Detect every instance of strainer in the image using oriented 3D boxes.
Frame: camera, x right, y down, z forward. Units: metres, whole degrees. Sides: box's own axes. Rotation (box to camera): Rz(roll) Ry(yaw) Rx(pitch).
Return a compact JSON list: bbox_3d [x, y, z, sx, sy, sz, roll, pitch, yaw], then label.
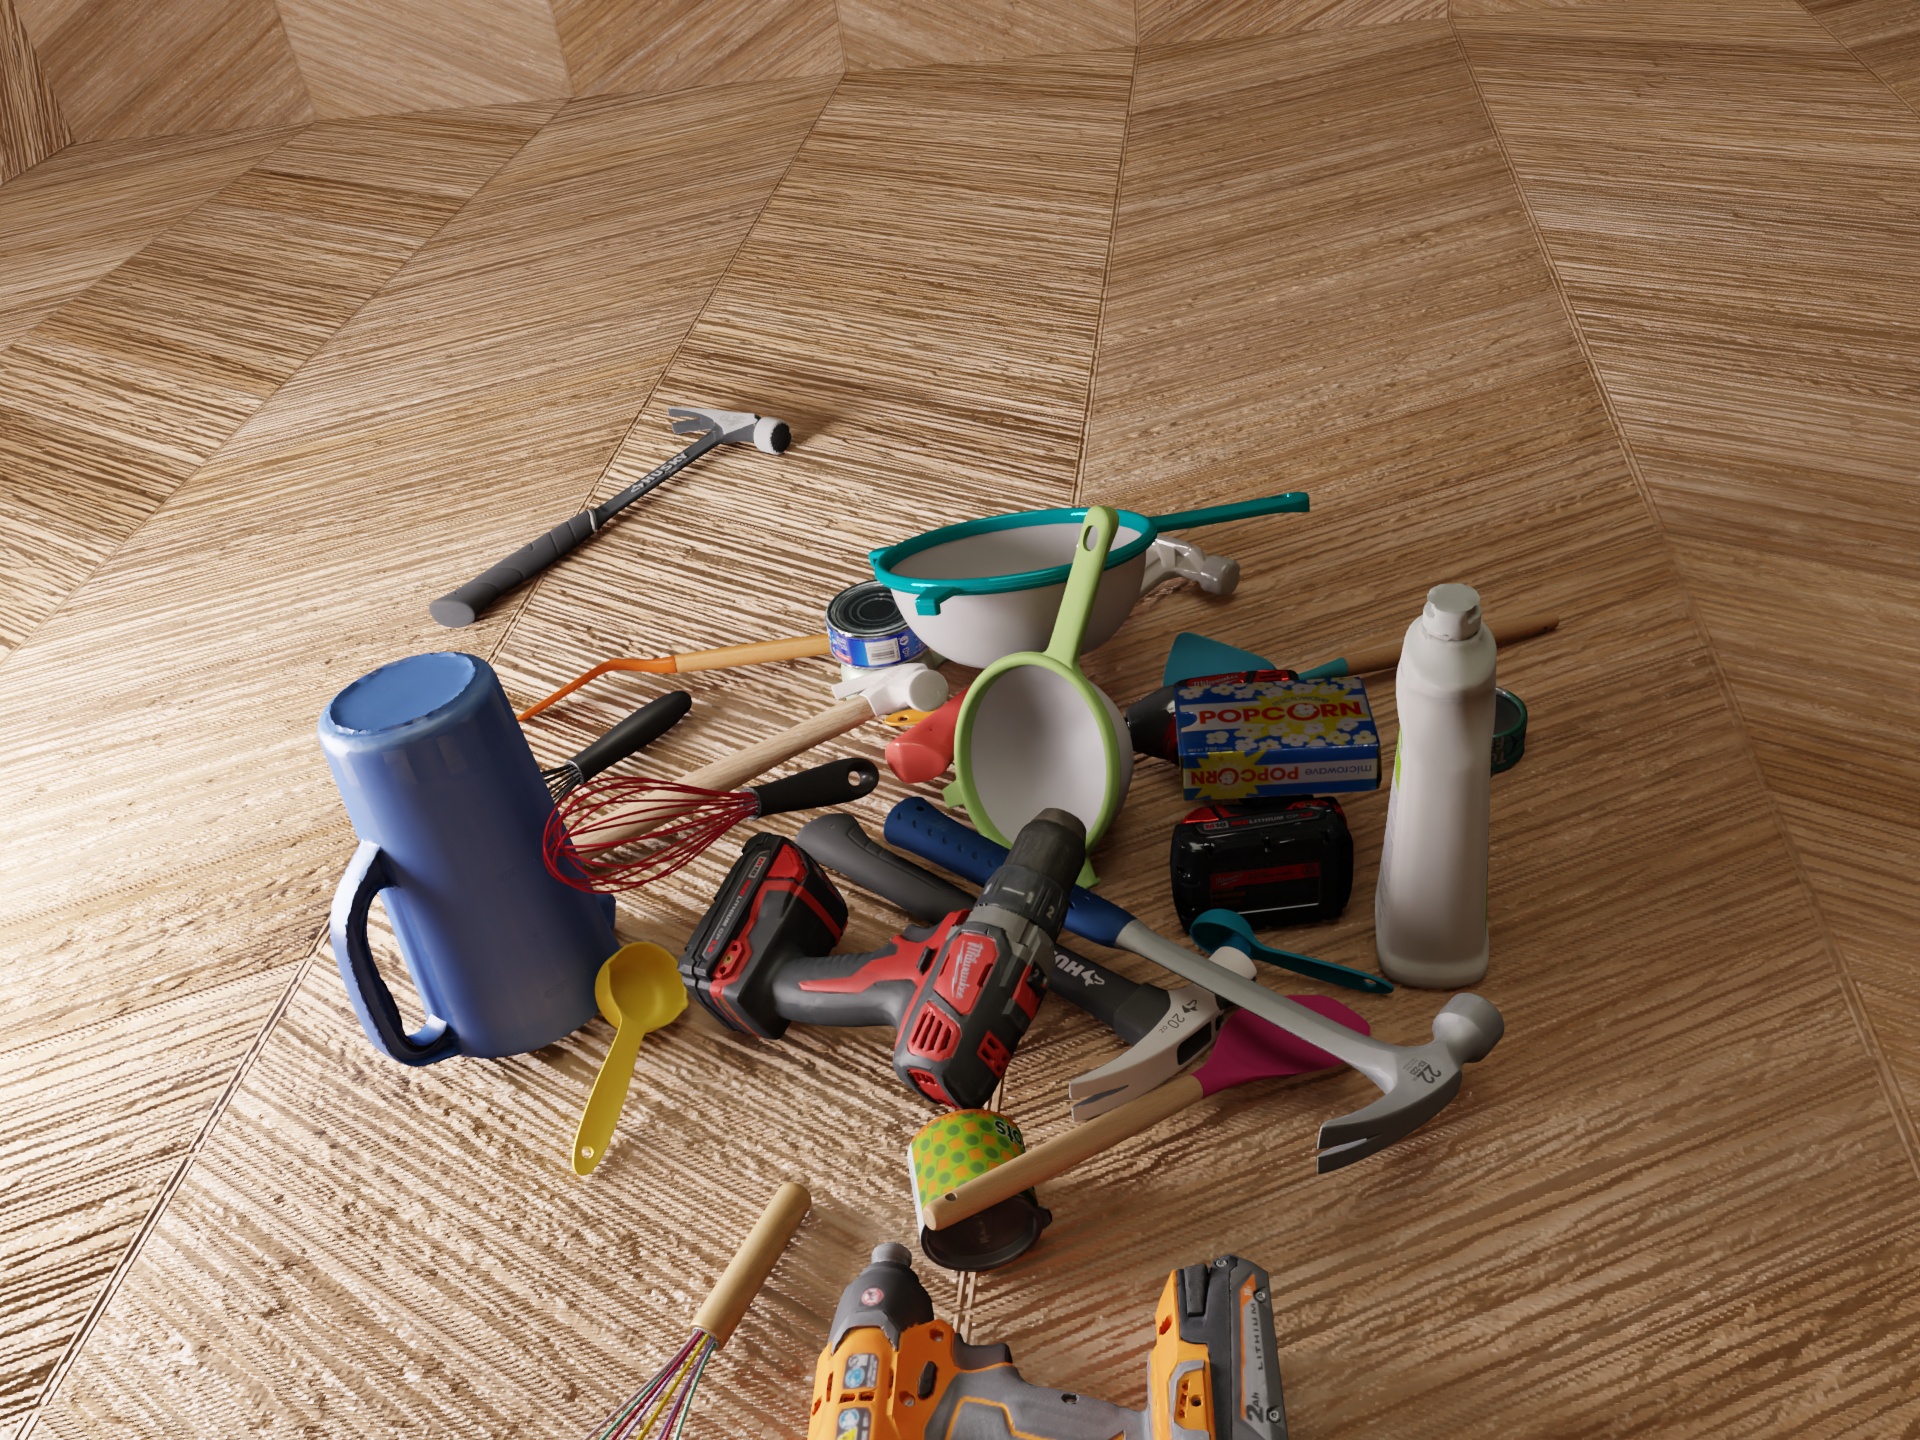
[{"bbox_3d":[0.107,-0.102,1.201,0.340,0.095,0.211,-11,19,-11],"label":"strainer"},{"bbox_3d":[0.081,-0.023,1.091,0.069,0.256,0.152,-5,26,-45],"label":"strainer"}]

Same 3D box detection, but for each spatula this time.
[{"bbox_3d":[0.312,-0.055,1.218,0.317,0.082,0.044,-12,54,-12],"label":"spatula"},{"bbox_3d":[-0.209,-0.041,1.312,0.322,0.041,0.081,-9,3,-11],"label":"spatula"}]

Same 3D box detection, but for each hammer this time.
[{"bbox_3d":[-0.352,-0.207,1.561,0.149,0.036,0.409,19,45,33],"label":"hammer"},{"bbox_3d":[0.065,-0.060,1.268,0.149,0.036,0.359,21,44,37],"label":"hammer"},{"bbox_3d":[0.106,0.135,0.959,0.406,0.035,0.144,24,41,37],"label":"hammer"},{"bbox_3d":[0.014,0.139,1.036,0.335,0.035,0.146,24,48,36],"label":"hammer"},{"bbox_3d":[-0.171,0.038,1.179,0.331,0.031,0.130,-27,11,-12],"label":"hammer"}]

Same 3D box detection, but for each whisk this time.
[{"bbox_3d":[-0.154,0.058,1.058,0.073,0.073,0.295,22,21,34],"label":"whisk"},{"bbox_3d":[-0.296,0.037,1.224,0.055,0.055,0.239,21,43,33],"label":"whisk"},{"bbox_3d":[-0.140,0.332,0.810,0.051,0.047,0.245,9,38,24],"label":"whisk"}]

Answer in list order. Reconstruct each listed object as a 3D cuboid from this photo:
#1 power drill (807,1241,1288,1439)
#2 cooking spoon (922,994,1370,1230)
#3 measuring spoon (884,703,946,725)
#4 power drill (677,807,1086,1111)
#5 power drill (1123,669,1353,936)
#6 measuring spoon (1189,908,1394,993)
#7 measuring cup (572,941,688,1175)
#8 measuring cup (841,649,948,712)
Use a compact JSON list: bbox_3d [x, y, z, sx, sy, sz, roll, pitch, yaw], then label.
[{"bbox_3d":[0.039,0.319,0.763,0.226,0.084,0.164,-7,37,9],"label":"power drill"},{"bbox_3d":[0.110,0.212,0.878,0.319,0.017,0.069,-15,32,-35],"label":"cooking spoon"},{"bbox_3d":[-0.002,-0.004,1.249,0.117,0.011,0.021,-7,34,9],"label":"measuring spoon"},{"bbox_3d":[-0.040,0.126,0.964,0.227,0.080,0.188,6,55,36],"label":"power drill"},{"bbox_3d":[0.183,0.044,1.096,0.143,0.078,0.220,-7,34,2],"label":"power drill"},{"bbox_3d":[0.208,0.143,0.992,0.129,0.042,0.021,15,56,17],"label":"measuring spoon"},{"bbox_3d":[-0.216,0.211,0.991,0.029,0.062,0.157,-31,34,43],"label":"measuring cup"},{"bbox_3d":[-0.024,-0.064,1.303,0.167,0.038,0.083,-31,43,-24],"label":"measuring cup"}]
